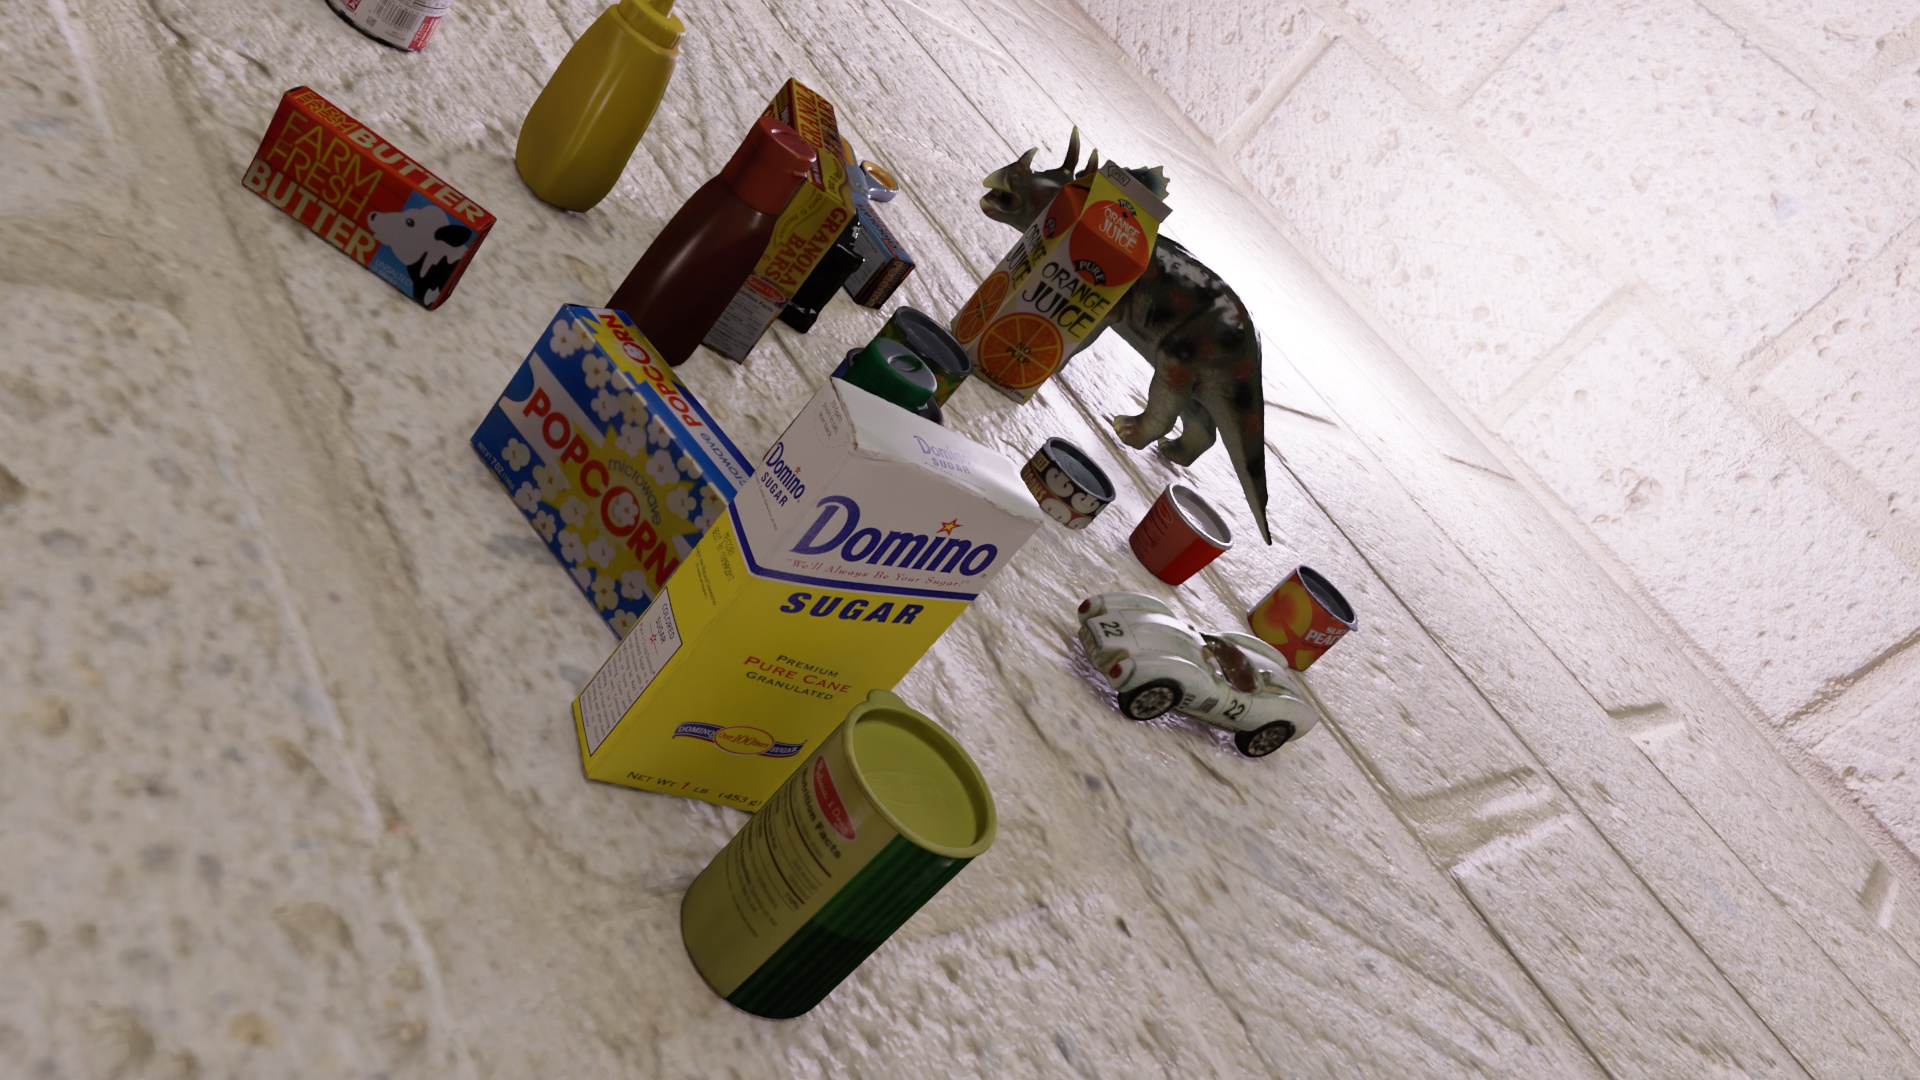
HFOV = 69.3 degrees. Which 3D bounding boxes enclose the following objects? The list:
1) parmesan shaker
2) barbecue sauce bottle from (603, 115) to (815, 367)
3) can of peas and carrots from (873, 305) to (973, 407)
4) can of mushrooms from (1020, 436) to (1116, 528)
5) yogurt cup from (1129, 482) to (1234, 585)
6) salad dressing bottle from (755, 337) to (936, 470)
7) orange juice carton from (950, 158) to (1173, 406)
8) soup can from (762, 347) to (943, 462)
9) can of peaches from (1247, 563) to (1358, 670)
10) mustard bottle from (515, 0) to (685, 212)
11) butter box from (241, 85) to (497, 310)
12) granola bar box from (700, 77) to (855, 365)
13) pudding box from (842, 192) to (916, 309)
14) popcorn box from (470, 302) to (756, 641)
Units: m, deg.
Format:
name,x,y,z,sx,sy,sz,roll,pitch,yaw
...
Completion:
name,x,y,z,sx,sy,sz,roll,pitch,yaw
parmesan shaker,-0.045,0.112,0.496,0.071,0.102,0.071,34,25,-19
barbecue sauce bottle,-0.135,-0.160,0.754,0.044,0.148,0.065,50,25,15
can of peas and carrots,-0.035,-0.114,0.934,0.071,0.058,0.071,34,26,-19
can of mushrooms,0.077,-0.043,1.017,0.071,0.033,0.071,34,26,-19
yogurt cup,0.166,-0.002,1.058,0.072,0.053,0.073,34,26,-19
salad dressing bottle,-0.069,-0.028,0.637,0.044,0.147,0.064,47,24,10
orange juice carton,0.079,-0.207,1.096,0.072,0.192,0.073,31,26,-24
soup can,-0.061,-0.053,0.767,0.071,0.083,0.072,34,25,-19
can of peaches,0.273,0.063,1.106,0.071,0.058,0.071,34,26,-19
mustard bottle,-0.203,-0.270,0.816,0.049,0.159,0.065,9,41,-52
butter box,-0.279,-0.161,0.655,0.103,0.053,0.024,35,25,-15
granola bar box,-0.123,-0.205,0.873,0.039,0.123,0.166,29,28,-29
pudding box,-0.077,-0.223,1.062,0.030,0.049,0.084,5,44,-54
popcorn box,-0.144,-0.028,0.599,0.127,0.085,0.038,49,25,15
